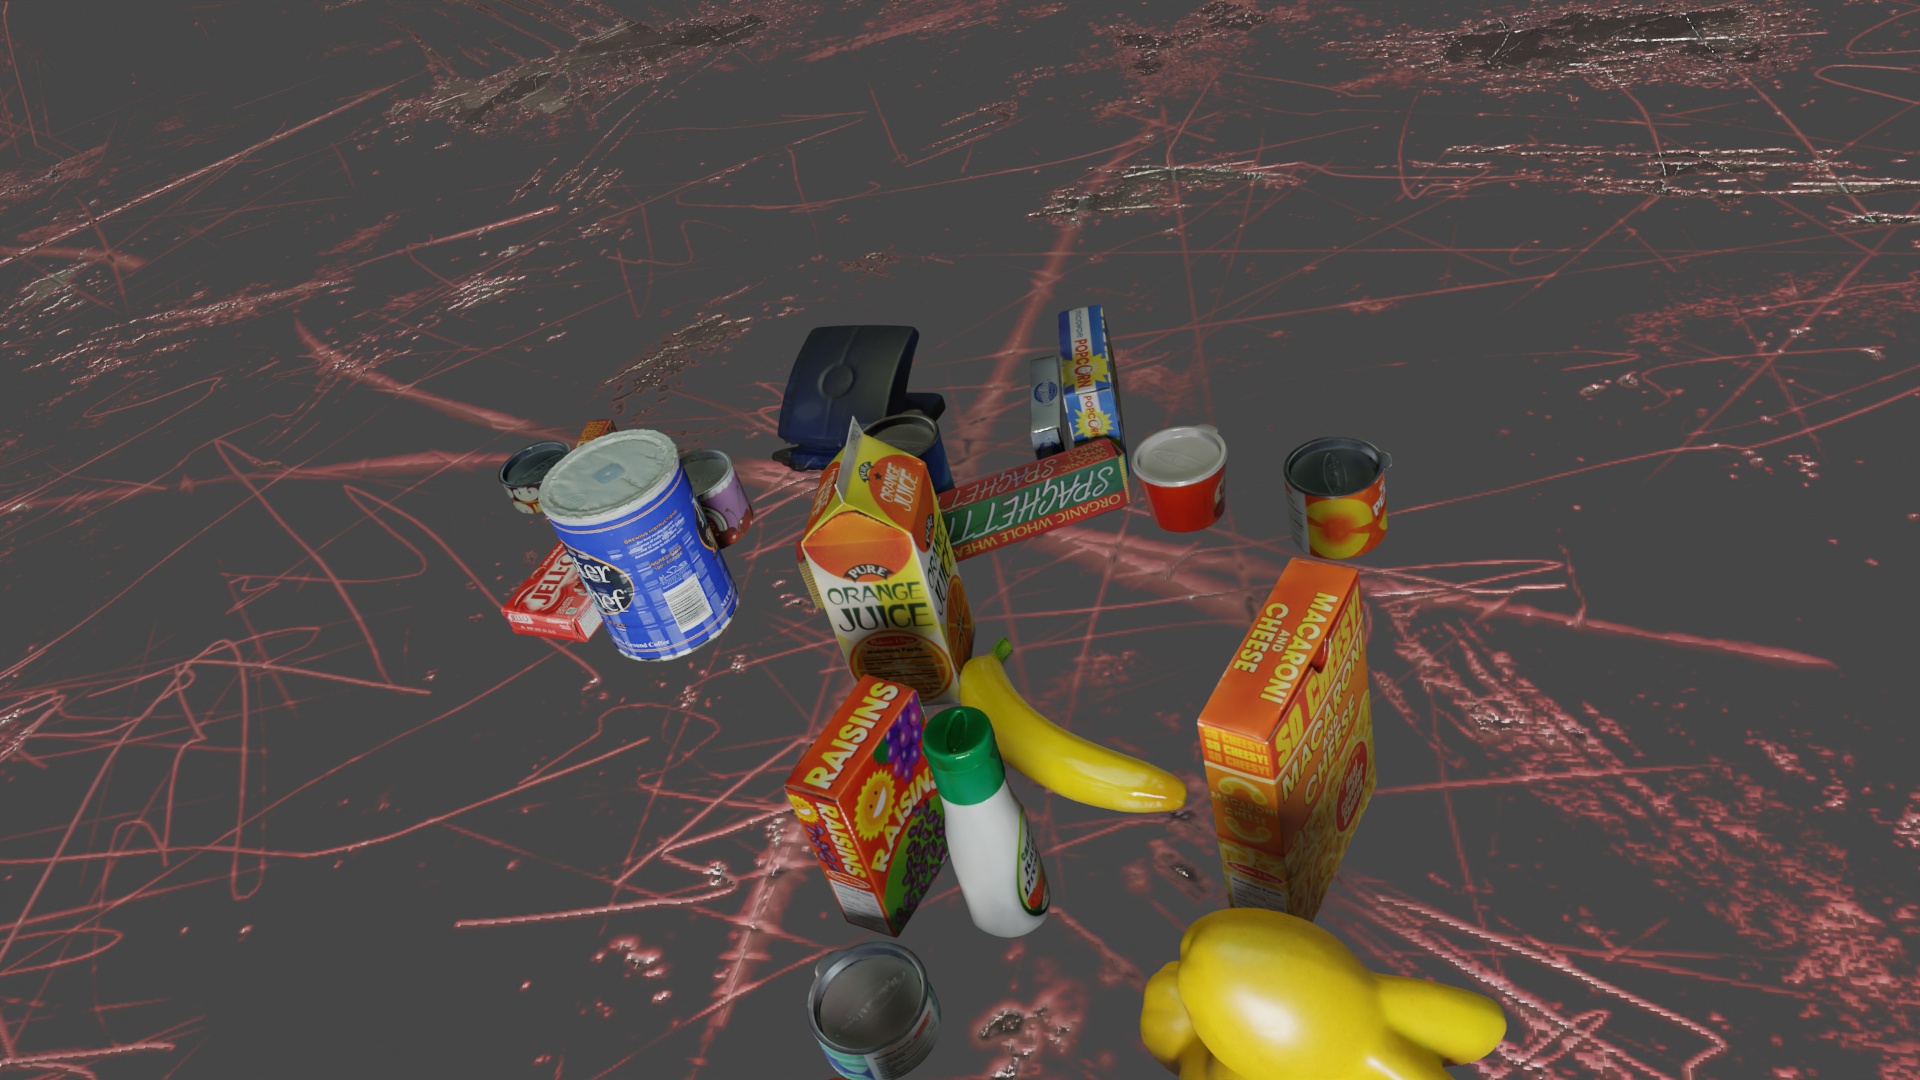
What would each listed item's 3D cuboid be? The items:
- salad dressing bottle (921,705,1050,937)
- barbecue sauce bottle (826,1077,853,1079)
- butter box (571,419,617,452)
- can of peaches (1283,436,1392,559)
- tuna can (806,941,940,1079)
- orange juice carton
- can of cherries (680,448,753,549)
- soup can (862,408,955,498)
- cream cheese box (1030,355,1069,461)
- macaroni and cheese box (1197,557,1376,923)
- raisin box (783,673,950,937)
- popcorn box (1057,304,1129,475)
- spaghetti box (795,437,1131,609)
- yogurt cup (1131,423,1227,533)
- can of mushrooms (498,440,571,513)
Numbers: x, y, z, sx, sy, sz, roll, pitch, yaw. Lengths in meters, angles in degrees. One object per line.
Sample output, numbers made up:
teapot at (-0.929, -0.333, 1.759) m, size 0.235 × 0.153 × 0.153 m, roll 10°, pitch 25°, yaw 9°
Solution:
salad dressing bottle at (0.014, 0.151, 0.742) m, size 0.044 × 0.147 × 0.064 m, roll -5°, pitch 39°, yaw 14°
barbecue sauce bottle at (-0.034, 0.284, 0.593) m, size 0.065 × 0.147 × 0.044 m, roll -32°, pitch 40°, yaw -19°
butter box at (-0.315, -0.054, 1.190) m, size 0.024 × 0.053 × 0.104 m, roll -6°, pitch 39°, yaw 13°
can of peaches at (0.259, -0.029, 0.950) m, size 0.071 × 0.057 × 0.071 m, roll -10°, pitch 38°, yaw 8°
tuna can at (-0.047, 0.249, 0.736) m, size 0.071 × 0.032 × 0.071 m, roll -10°, pitch 38°, yaw 8°
orange juice carton at (-0.048, 0.017, 0.893) m, size 0.073 × 0.191 × 0.072 m, roll -6°, pitch 39°, yaw 13°
can of cherries at (-0.207, -0.030, 1.118) m, size 0.071 × 0.058 × 0.072 m, roll -10°, pitch 38°, yaw 8°
soup can at (-0.038, -0.046, 1.056) m, size 0.071 × 0.083 × 0.072 m, roll -10°, pitch 38°, yaw 8°
cream cheese box at (0.071, -0.096, 1.104) m, size 0.024 × 0.053 × 0.104 m, roll -9°, pitch 38°, yaw 10°
macaroni and cheese box at (0.174, 0.111, 0.718) m, size 0.040 × 0.165 × 0.124 m, roll 12°, pitch 46°, yaw 32°
raisin box at (-0.046, 0.150, 0.784) m, size 0.040 × 0.122 × 0.086 m, roll 11°, pitch 45°, yaw 31°
popcorn box at (0.104, -0.117, 1.092) m, size 0.038 × 0.084 × 0.127 m, roll -9°, pitch 38°, yaw 9°
spaghetti box at (0.004, -0.013, 1.028) m, size 0.250 × 0.050 × 0.029 m, roll -19°, pitch 38°, yaw -3°
yogurt cup at (0.161, -0.042, 1.004) m, size 0.072 × 0.053 × 0.073 m, roll -10°, pitch 38°, yaw 8°
can of mushrooms at (-0.369, -0.055, 1.227) m, size 0.071 × 0.033 × 0.071 m, roll -10°, pitch 38°, yaw 8°
